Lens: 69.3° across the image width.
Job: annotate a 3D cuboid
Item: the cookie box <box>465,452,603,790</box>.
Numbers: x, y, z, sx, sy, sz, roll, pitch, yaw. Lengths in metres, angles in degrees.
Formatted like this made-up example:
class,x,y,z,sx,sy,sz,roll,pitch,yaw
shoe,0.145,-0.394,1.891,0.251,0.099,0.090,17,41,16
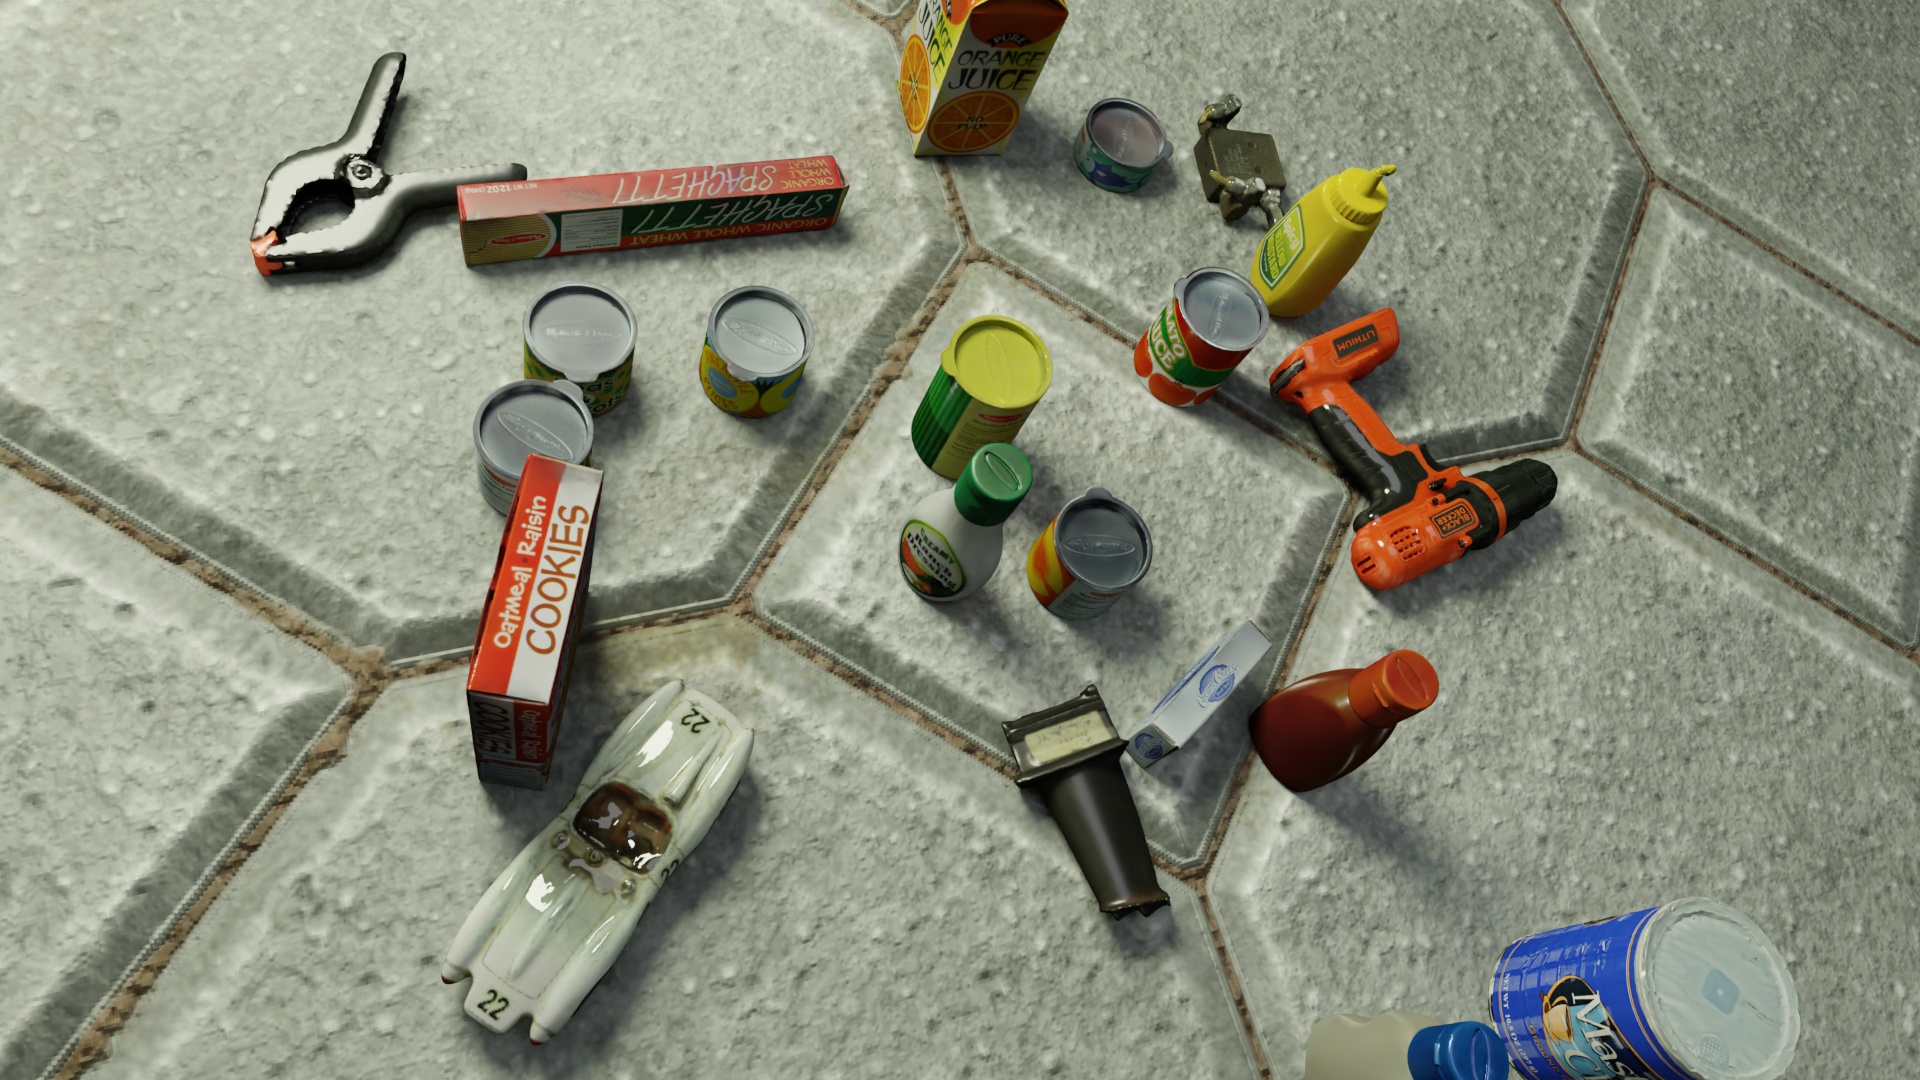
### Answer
class,x,y,z,sx,sy,sz,roll,pitch,yaw
cookie box,-0.220,0.048,0.716,0.040,0.166,0.123,11,64,-12

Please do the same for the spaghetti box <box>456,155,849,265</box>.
class,x,y,z,sx,sy,sz,roll,pitch,yaw
spaghetti box,-0.198,-0.217,0.910,0.251,0.050,0.029,-11,71,-22

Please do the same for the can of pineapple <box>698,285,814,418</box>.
class,x,y,z,sx,sy,sz,roll,pitch,yaw
can of pineapple,-0.131,-0.118,0.881,0.071,0.057,0.071,7,65,-15

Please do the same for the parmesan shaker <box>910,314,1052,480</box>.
class,x,y,z,sx,sy,sz,roll,pitch,yaw
parmesan shaker,0.008,-0.089,0.887,0.071,0.102,0.071,7,65,-15

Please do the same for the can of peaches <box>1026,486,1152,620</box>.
class,x,y,z,sx,sy,sz,roll,pitch,yaw
can of peaches,0.081,0.009,0.890,0.071,0.057,0.071,7,65,-15

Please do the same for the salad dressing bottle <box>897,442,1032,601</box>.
class,x,y,z,sx,sy,sz,roll,pitch,yaw
salad dressing bottle,0.003,-0.010,0.824,0.044,0.147,0.064,-37,81,-27

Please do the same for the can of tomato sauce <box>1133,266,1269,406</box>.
class,x,y,z,sx,sy,sz,roll,pitch,yaw
can of tomato sauce,0.165,-0.141,0.971,0.071,0.082,0.071,7,65,-15

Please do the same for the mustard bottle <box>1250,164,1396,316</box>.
class,x,y,z,sx,sy,sz,roll,pitch,yaw
mustard bottle,0.262,-0.222,0.994,0.049,0.159,0.065,5,66,-15

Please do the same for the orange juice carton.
class,x,y,z,sx,sy,sz,roll,pitch,yaw
orange juice carton,0.016,-0.353,0.958,0.073,0.191,0.072,-6,69,-20

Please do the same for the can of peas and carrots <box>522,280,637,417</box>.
class,x,y,z,sx,sy,sz,roll,pitch,yaw
can of peas and carrots,-0.232,-0.113,0.847,0.071,0.058,0.071,7,65,-15

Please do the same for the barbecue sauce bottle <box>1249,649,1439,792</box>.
class,x,y,z,sx,sy,sz,roll,pitch,yaw
barbecue sauce bottle,0.232,0.106,0.842,0.044,0.148,0.065,-26,76,-25

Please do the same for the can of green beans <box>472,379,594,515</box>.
class,x,y,z,sx,sy,sz,roll,pitch,yaw
can of green beans,-0.250,-0.052,0.814,0.071,0.057,0.071,7,65,-15

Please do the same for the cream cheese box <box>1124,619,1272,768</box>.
class,x,y,z,sx,sy,sz,roll,pitch,yaw
cream cheese box,0.149,0.097,0.874,0.024,0.053,0.104,46,62,6

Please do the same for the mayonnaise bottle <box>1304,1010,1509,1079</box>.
class,x,y,z,sx,sy,sz,roll,pitch,yaw
mayonnaise bottle,0.241,0.289,0.762,0.041,0.147,0.065,14,64,-11

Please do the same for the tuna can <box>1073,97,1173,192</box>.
class,x,y,z,sx,sy,sz,roll,pitch,yaw
tuna can,0.124,-0.300,1.059,0.071,0.032,0.071,7,65,-14
